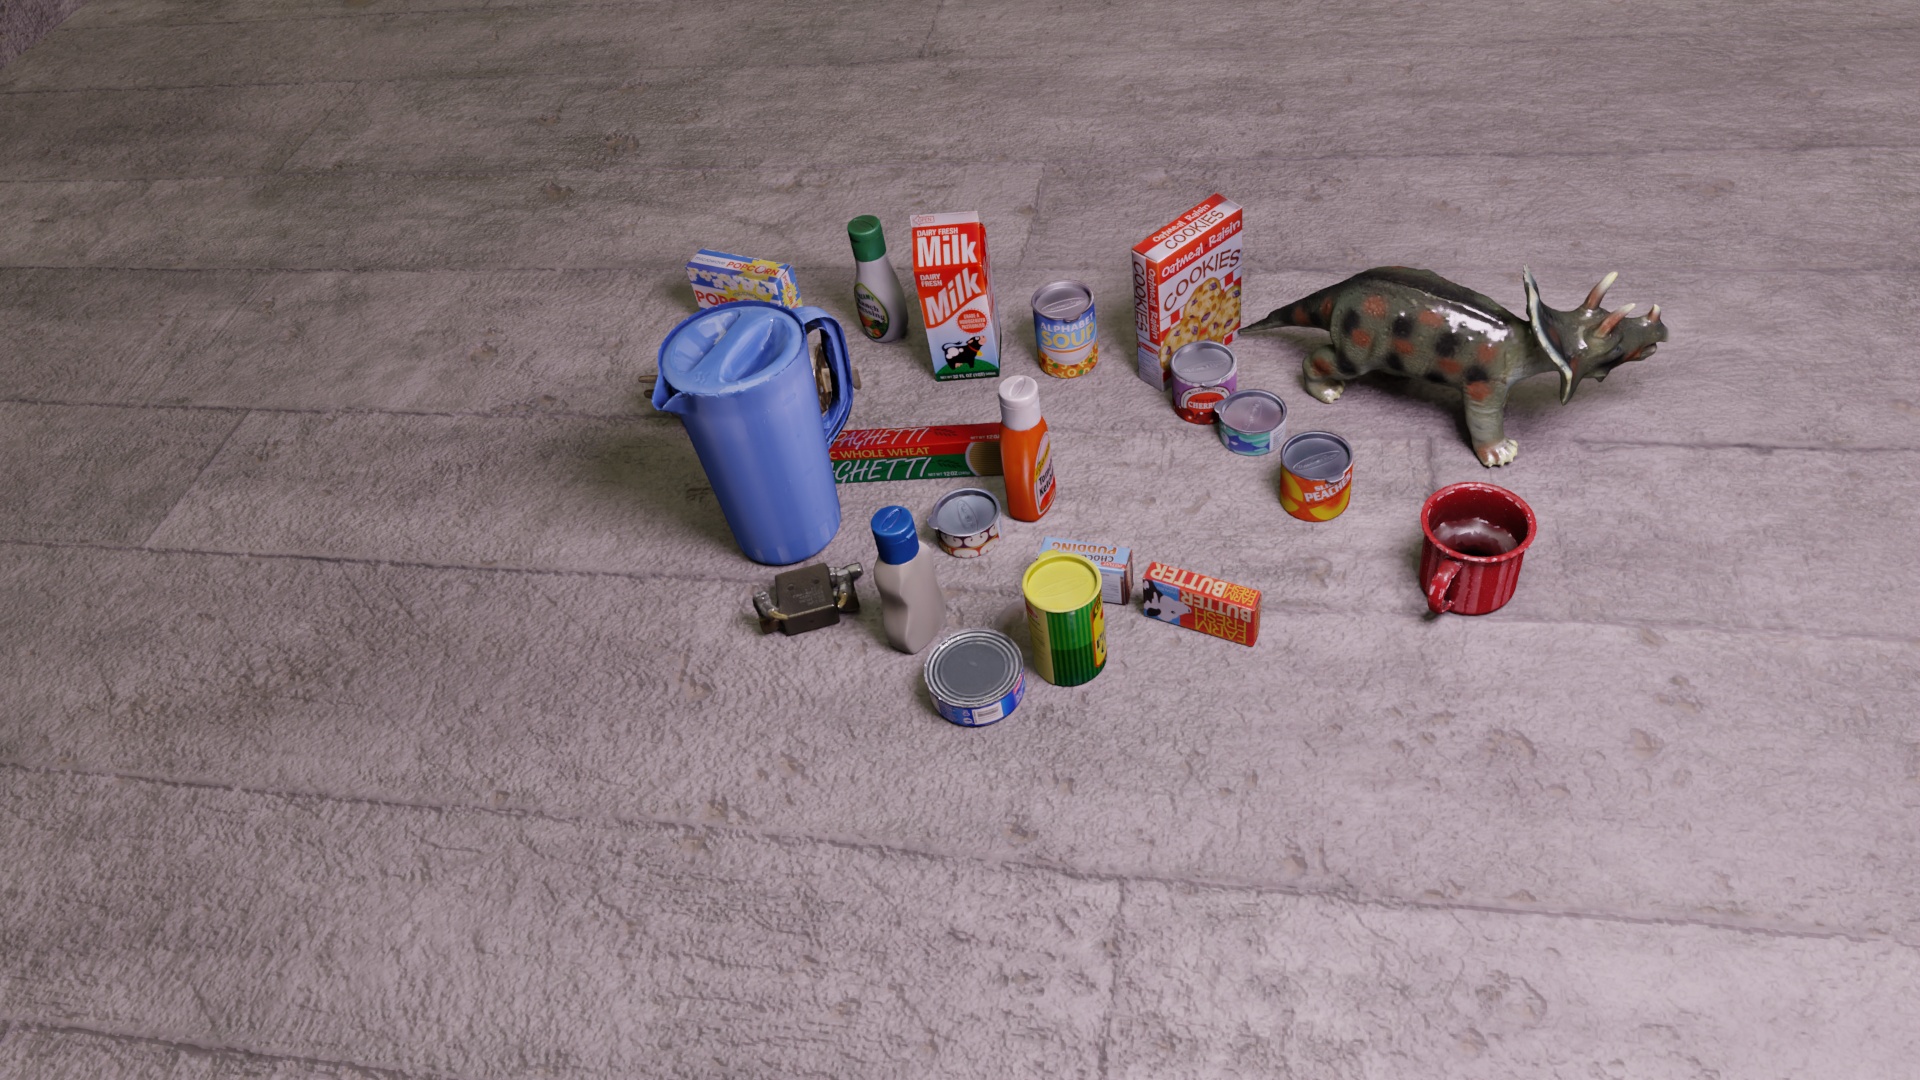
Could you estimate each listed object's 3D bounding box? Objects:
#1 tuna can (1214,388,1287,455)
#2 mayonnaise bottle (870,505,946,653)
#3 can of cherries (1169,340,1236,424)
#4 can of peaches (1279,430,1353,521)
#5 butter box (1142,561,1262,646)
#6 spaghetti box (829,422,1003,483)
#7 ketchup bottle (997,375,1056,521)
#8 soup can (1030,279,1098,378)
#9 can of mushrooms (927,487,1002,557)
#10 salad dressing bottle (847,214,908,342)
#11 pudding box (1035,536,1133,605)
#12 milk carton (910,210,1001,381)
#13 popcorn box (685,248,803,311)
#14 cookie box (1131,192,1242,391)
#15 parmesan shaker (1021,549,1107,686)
[{"bbox_3d":[0.288,-0.117,1.380,0.071,0.032,0.071,-5,46,6],"label":"tuna can"},{"bbox_3d":[-0.048,0.032,1.219,0.041,0.147,0.065,20,54,27],"label":"mayonnaise bottle"},{"bbox_3d":[0.247,-0.158,1.408,0.071,0.058,0.072,-5,46,6],"label":"can of cherries"},{"bbox_3d":[0.333,-0.058,1.297,0.071,0.057,0.071,-5,46,6],"label":"can of peaches"},{"bbox_3d":[0.211,0.055,1.215,0.103,0.052,0.024,16,52,24],"label":"butter box"},{"bbox_3d":[-0.062,-0.087,1.403,0.250,0.050,0.029,-3,47,8],"label":"spaghetti box"},{"bbox_3d":[0.061,-0.089,1.313,0.043,0.148,0.065,11,50,20],"label":"ketchup bottle"},{"bbox_3d":[0.112,-0.222,1.476,0.071,0.083,0.072,-5,46,6],"label":"soup can"},{"bbox_3d":[0.005,-0.017,1.335,0.071,0.033,0.071,-5,46,6],"label":"can of mushrooms"},{"bbox_3d":[-0.094,-0.288,1.533,0.064,0.147,0.044,31,59,33],"label":"salad dressing bottle"},{"bbox_3d":[0.113,0.027,1.262,0.084,0.049,0.030,8,49,17],"label":"pudding box"},{"bbox_3d":[-0.004,-0.264,1.464,0.072,0.189,0.074,-3,46,8],"label":"milk carton"},{"bbox_3d":[-0.247,-0.283,1.599,0.127,0.084,0.038,15,51,23],"label":"popcorn box"},{"bbox_3d":[0.234,-0.254,1.426,0.123,0.166,0.040,-36,51,-22],"label":"cookie box"},{"bbox_3d":[0.090,0.067,1.191,0.071,0.102,0.072,-5,46,6],"label":"parmesan shaker"}]
